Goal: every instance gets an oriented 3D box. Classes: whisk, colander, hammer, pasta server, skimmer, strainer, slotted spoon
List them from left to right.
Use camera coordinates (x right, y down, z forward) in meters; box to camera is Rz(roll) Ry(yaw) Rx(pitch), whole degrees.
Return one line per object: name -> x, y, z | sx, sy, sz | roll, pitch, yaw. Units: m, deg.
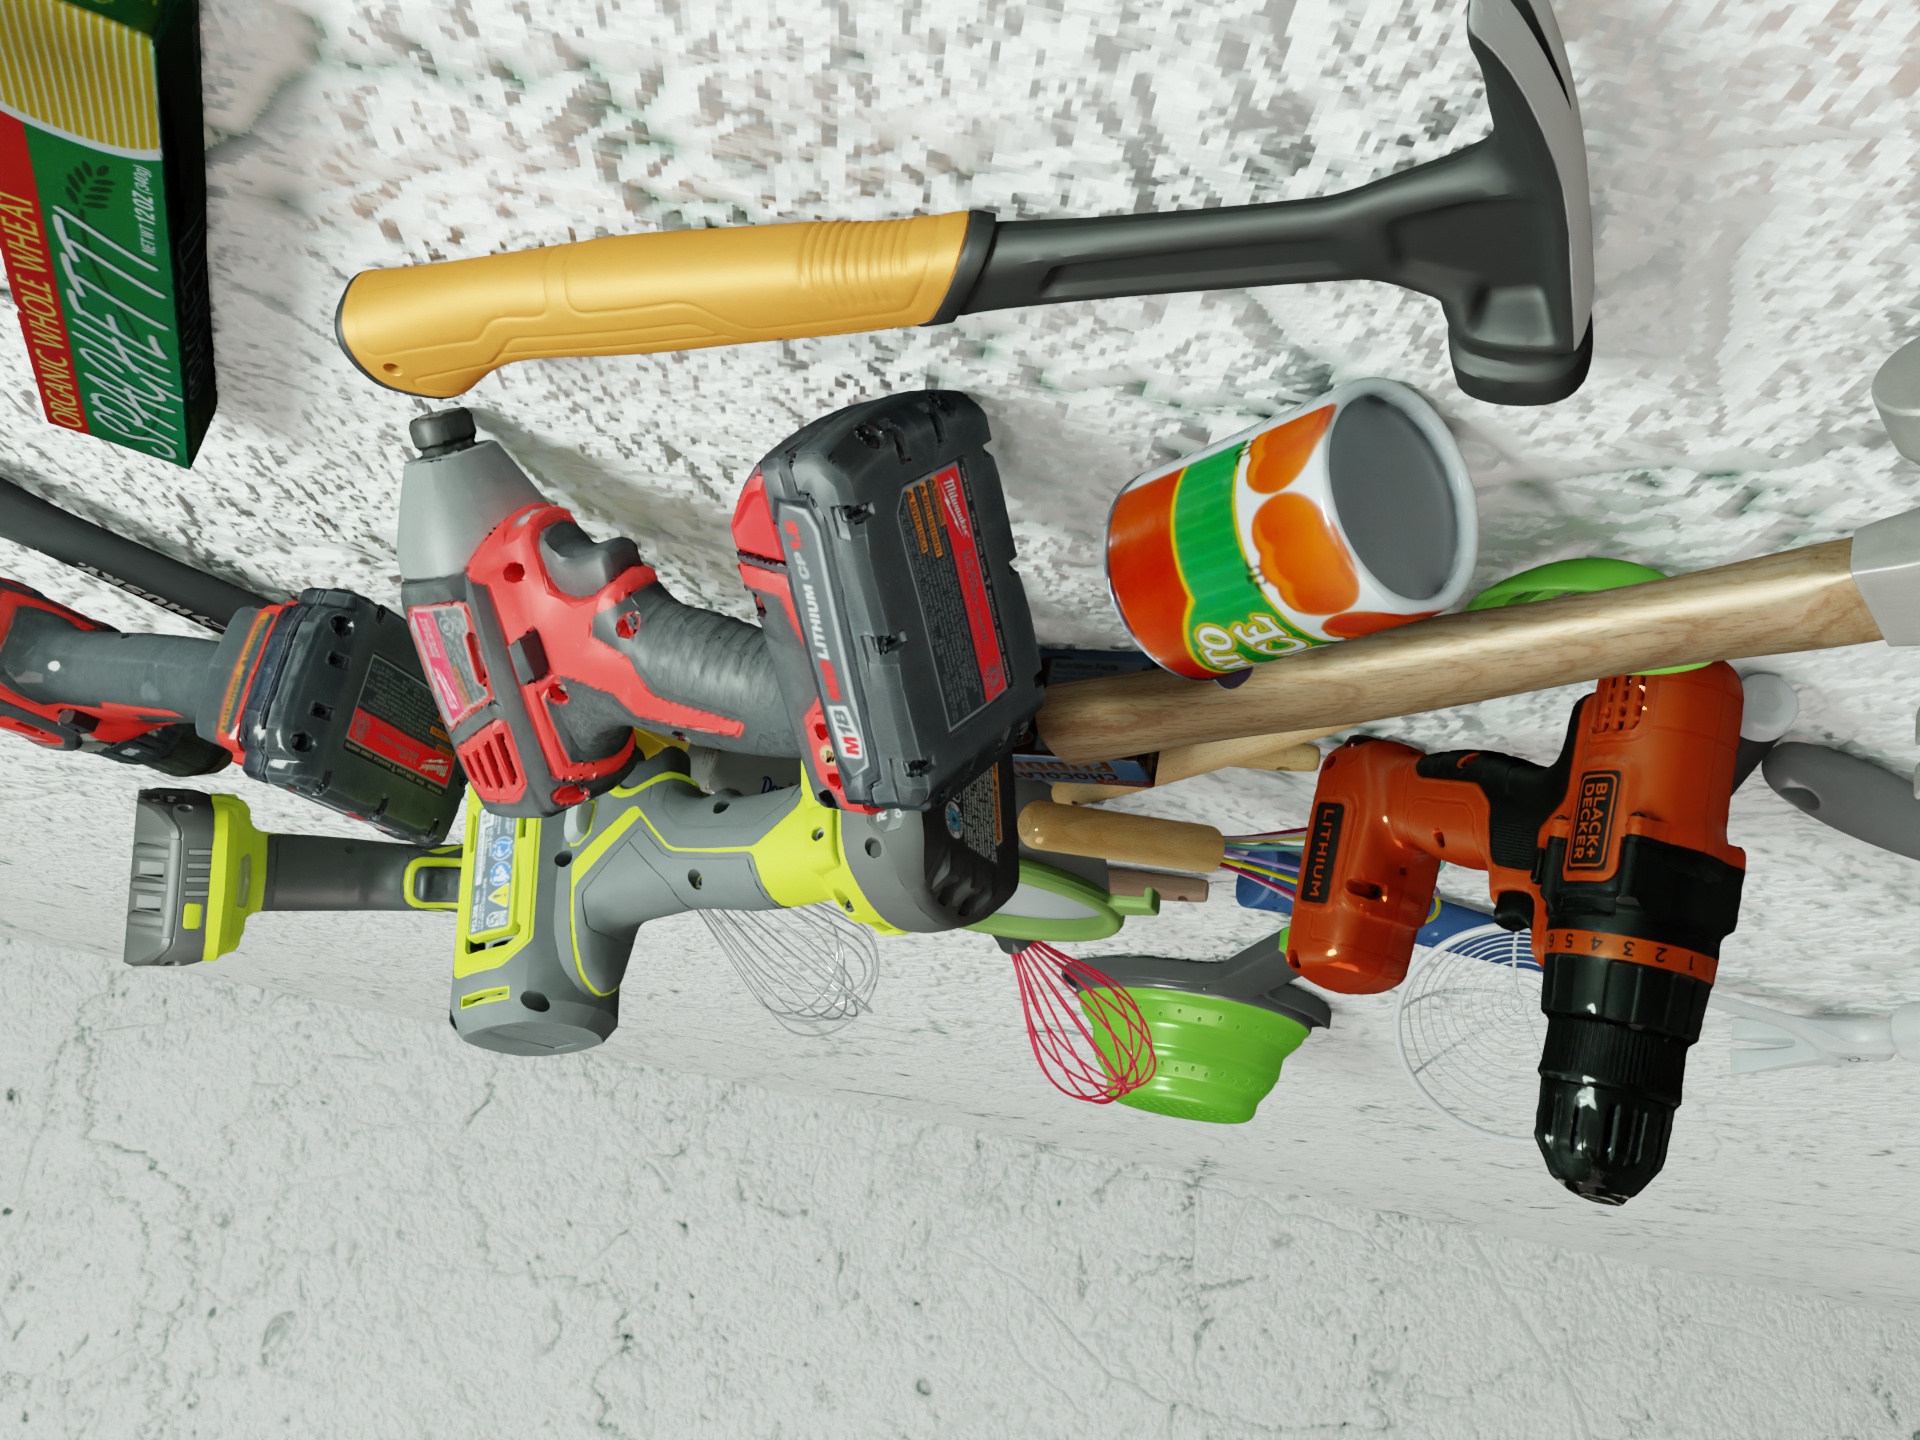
hammer -> -0.402, -0.086, 0.673 | 0.146, 0.035, 0.334 | -7, 153, 40
whisk -> -0.138, 0.072, 0.812 | 0.070, 0.070, 0.284 | -9, 135, 44
hammer -> -0.026, -0.113, 0.392 | 0.337, 0.034, 0.127 | 2, 159, 25
strainer -> -0.034, 0.045, 0.784 | 0.256, 0.069, 0.151 | 20, 160, -19
pasta server -> -0.010, 0.095, 0.957 | 0.316, 0.040, 0.060 | 3, 145, 18
whisk -> 0.043, 0.139, 0.941 | 0.073, 0.073, 0.295 | -3, 137, 34
colander -> 0.182, 0.222, 1.117 | 0.204, 0.094, 0.397 | 13, 161, -5
whisk -> 0.134, 0.064, 0.730 | 0.244, 0.047, 0.051 | 10, 157, -30
slotted spoon -> 0.132, -0.004, 0.592 | 0.070, 0.031, 0.314 | 24, 154, -27
hammer -> 0.153, -0.017, 0.484 | 0.331, 0.031, 0.130 | -11, 132, 46
hammer -> 0.340, 0.137, 0.883 | 0.405, 0.035, 0.144 | 16, 160, -13
skimmer -> 0.276, 0.099, 0.688 | 0.127, 0.090, 0.363 | 19, 156, 13
whisk -> 0.405, 0.056, 0.611 | 0.239, 0.055, 0.055 | 21, 159, -14

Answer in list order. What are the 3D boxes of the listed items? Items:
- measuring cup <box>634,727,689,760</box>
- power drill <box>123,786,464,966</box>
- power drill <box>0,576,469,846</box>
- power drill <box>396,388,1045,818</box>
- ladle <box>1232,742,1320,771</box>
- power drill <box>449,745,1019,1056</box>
measuring cup -> -0.196, -0.012, 0.796 | 0.157, 0.029, 0.062 | 13, 160, 32
power drill -> -0.289, 0.080, 0.793 | 0.223, 0.080, 0.171 | 4, 178, -27
power drill -> -0.324, -0.004, 0.697 | 0.227, 0.080, 0.187 | 8, 164, 17
power drill -> -0.093, -0.039, 0.511 | 0.220, 0.143, 0.078 | -1, -158, 34
ladle -> -0.001, -0.002, 0.702 | 0.315, 0.031, 0.069 | 7, 159, 7
power drill -> -0.099, 0.018, 0.620 | 0.228, 0.191, 0.080 | -15, 152, 24
